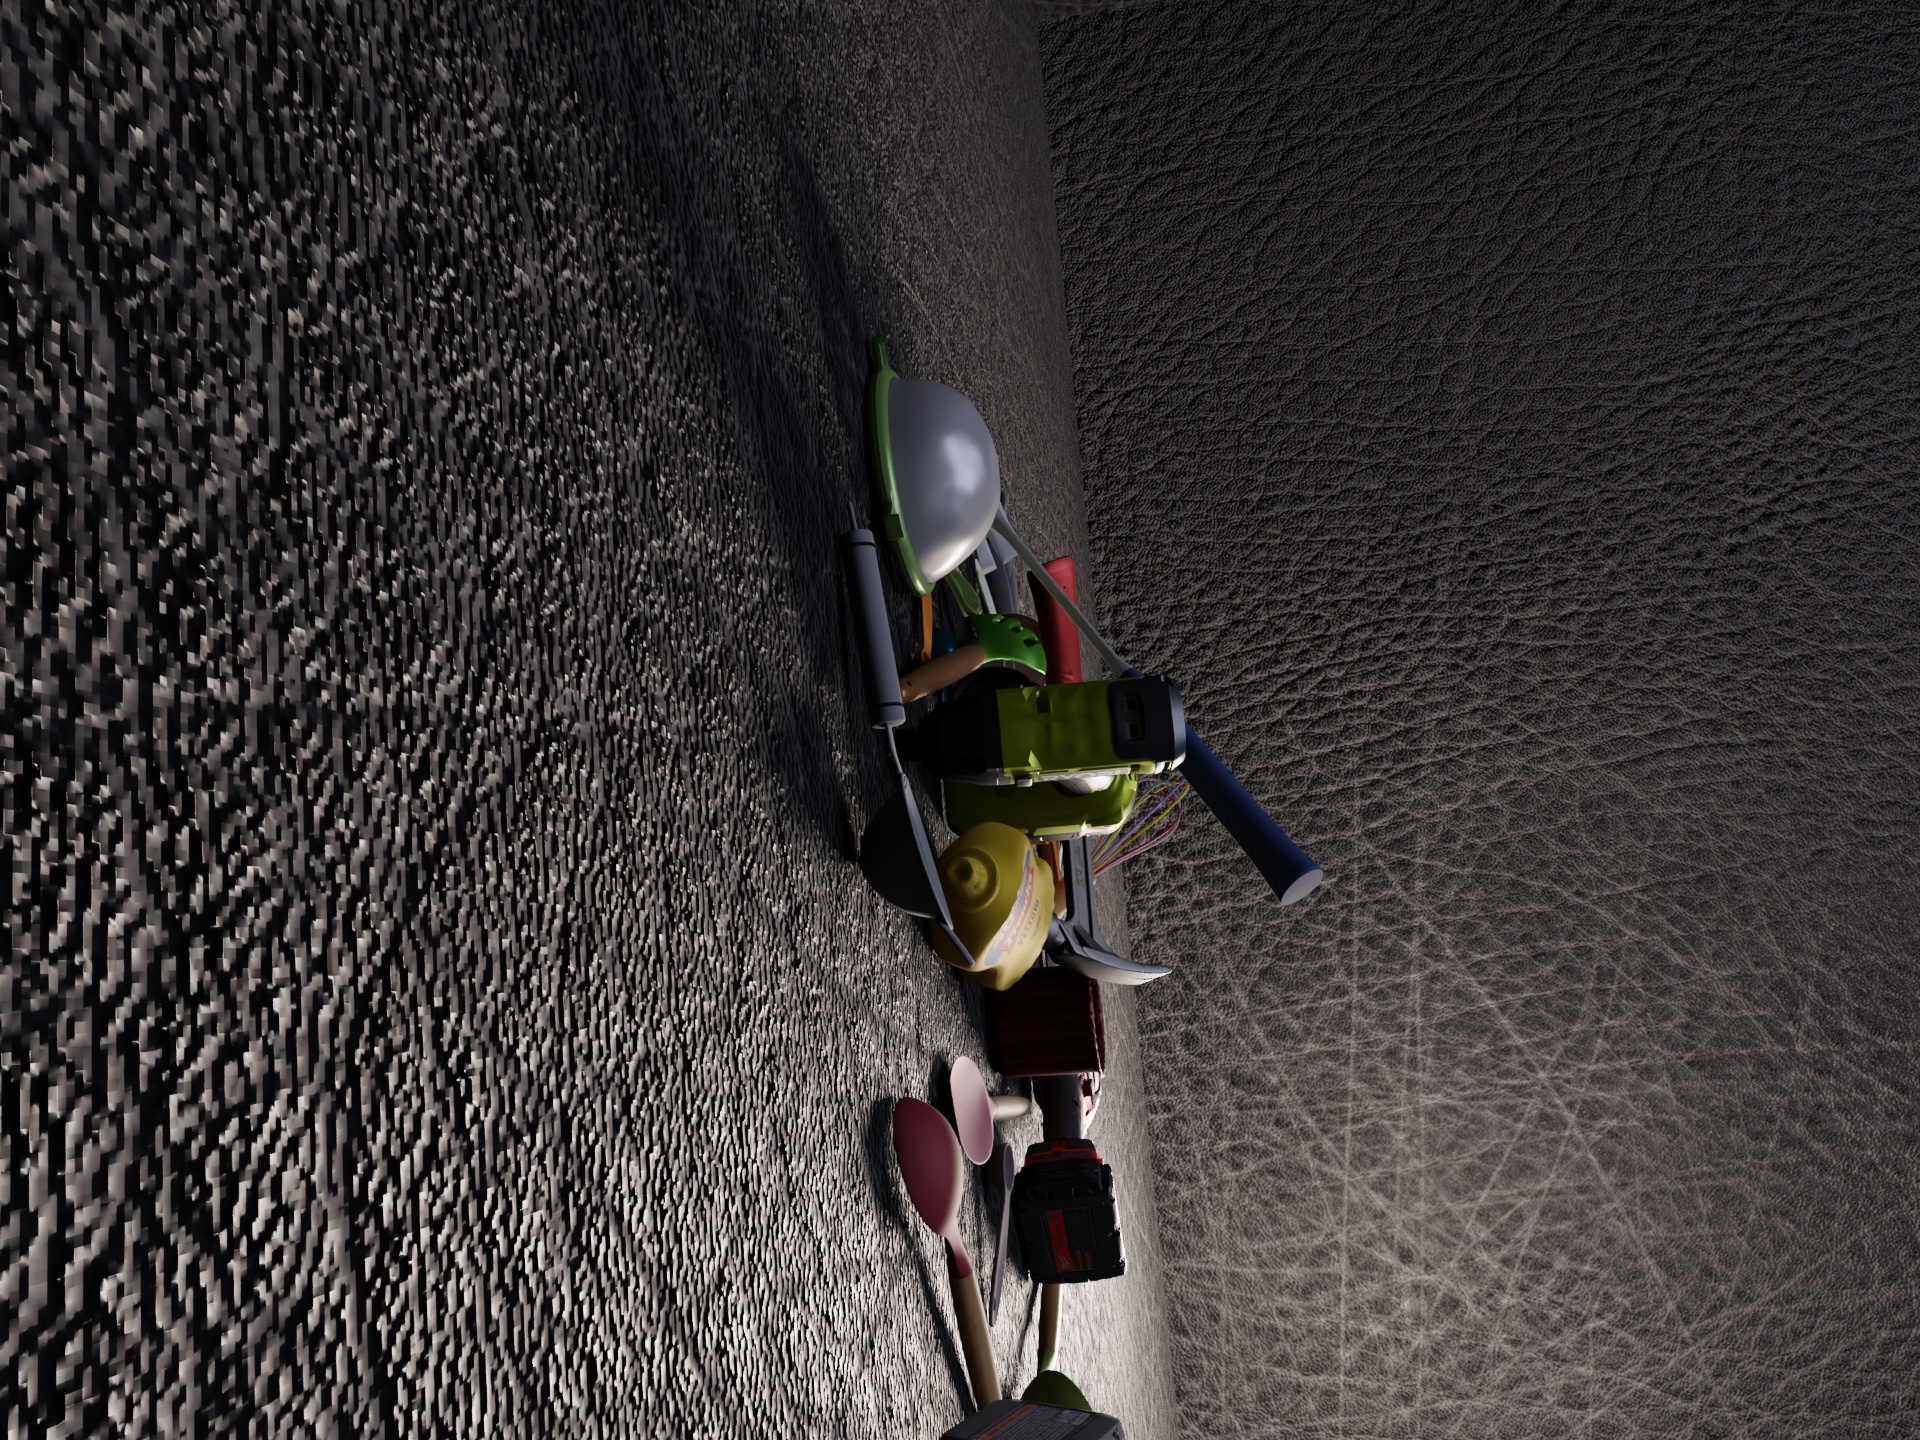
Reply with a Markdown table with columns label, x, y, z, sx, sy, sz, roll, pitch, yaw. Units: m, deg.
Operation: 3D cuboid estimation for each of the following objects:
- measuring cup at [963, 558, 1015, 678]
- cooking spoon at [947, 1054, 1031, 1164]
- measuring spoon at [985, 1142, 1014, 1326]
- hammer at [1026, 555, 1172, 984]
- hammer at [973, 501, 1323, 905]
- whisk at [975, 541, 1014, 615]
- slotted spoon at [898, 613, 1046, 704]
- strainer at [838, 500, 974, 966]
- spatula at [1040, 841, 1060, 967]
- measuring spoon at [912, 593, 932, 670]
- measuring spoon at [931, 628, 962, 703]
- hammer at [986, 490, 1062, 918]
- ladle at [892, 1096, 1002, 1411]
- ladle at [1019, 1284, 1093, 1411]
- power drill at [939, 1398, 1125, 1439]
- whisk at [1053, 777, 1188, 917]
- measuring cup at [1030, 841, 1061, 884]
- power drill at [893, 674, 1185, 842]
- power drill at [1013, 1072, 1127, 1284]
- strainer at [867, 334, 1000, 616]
| label | x | y | z | sx | sy | sz | roll | pitch | yaw |
| --- | --- | --- | --- | --- | --- | --- | --- | --- | --- |
| measuring cup | 0.014 | -0.062 | 1.255 | 0.167 | 0.038 | 0.083 | 72 | 14 | -45 |
| cooking spoon | 0.022 | 0.274 | 1.122 | 0.318 | 0.017 | 0.069 | 52 | 27 | -73 |
| measuring spoon | 0.022 | 0.352 | 1.095 | 0.034 | 0.018 | 0.124 | 66 | 26 | -54 |
| hammer | 0.093 | 0.028 | 1.262 | 0.149 | 0.036 | 0.359 | 24 | 51 | -38 |
| hammer | 0.111 | -0.034 | 1.109 | 0.406 | 0.035 | 0.144 | 53 | -9 | 28 |
| whisk | 0.042 | -0.041 | 1.411 | 0.055 | 0.055 | 0.239 | 15 | 64 | -81 |
| slotted spoon | 0.005 | -0.039 | 1.069 | 0.031 | 0.070 | 0.314 | -56 | 172 | 17 |
| strainer | -0.040 | 0.006 | 0.841 | 0.086 | 0.050 | 0.258 | 72 | 8 | -78 |
| spatula | 0.079 | 0.117 | 1.403 | 0.059 | 0.018 | 0.316 | 65 | 21 | -57 |
| measuring spoon | -0.027 | -0.070 | 1.081 | 0.117 | 0.011 | 0.021 | -92 | 163 | -47 |
| measuring spoon | -0.002 | -0.004 | 1.145 | 0.042 | 0.021 | 0.128 | -10 | 91 | -81 |
| hammer | 0.059 | -0.019 | 1.524 | 0.149 | 0.036 | 0.408 | -75 | 157 | -70 |
| ladle | 0.002 | 0.336 | 0.925 | 0.069 | 0.031 | 0.315 | -84 | 167 | -55 |
| ladle | 0.081 | 0.481 | 1.239 | 0.320 | 0.062 | 0.078 | -55 | 138 | -81 |
| power drill | 0.020 | 0.455 | 0.744 | 0.185 | 0.084 | 0.226 | 35 | 58 | -68 |
| whisk | 0.116 | 0.118 | 1.338 | 0.245 | 0.047 | 0.051 | -39 | 134 | -36 |
| measuring cup | 0.050 | 0.090 | 1.316 | 0.095 | 0.052 | 0.173 | -86 | 166 | -48 |
| power drill | 0.046 | 0.025 | 1.024 | 0.223 | 0.171 | 0.080 | 84 | 1 | -78 |
| power drill | 0.090 | 0.354 | 1.336 | 0.220 | 0.078 | 0.143 | -87 | 168 | -59 |
| strainer | 0.001 | -0.139 | 1.081 | 0.256 | 0.069 | 0.152 | 59 | 23 | -63 |
